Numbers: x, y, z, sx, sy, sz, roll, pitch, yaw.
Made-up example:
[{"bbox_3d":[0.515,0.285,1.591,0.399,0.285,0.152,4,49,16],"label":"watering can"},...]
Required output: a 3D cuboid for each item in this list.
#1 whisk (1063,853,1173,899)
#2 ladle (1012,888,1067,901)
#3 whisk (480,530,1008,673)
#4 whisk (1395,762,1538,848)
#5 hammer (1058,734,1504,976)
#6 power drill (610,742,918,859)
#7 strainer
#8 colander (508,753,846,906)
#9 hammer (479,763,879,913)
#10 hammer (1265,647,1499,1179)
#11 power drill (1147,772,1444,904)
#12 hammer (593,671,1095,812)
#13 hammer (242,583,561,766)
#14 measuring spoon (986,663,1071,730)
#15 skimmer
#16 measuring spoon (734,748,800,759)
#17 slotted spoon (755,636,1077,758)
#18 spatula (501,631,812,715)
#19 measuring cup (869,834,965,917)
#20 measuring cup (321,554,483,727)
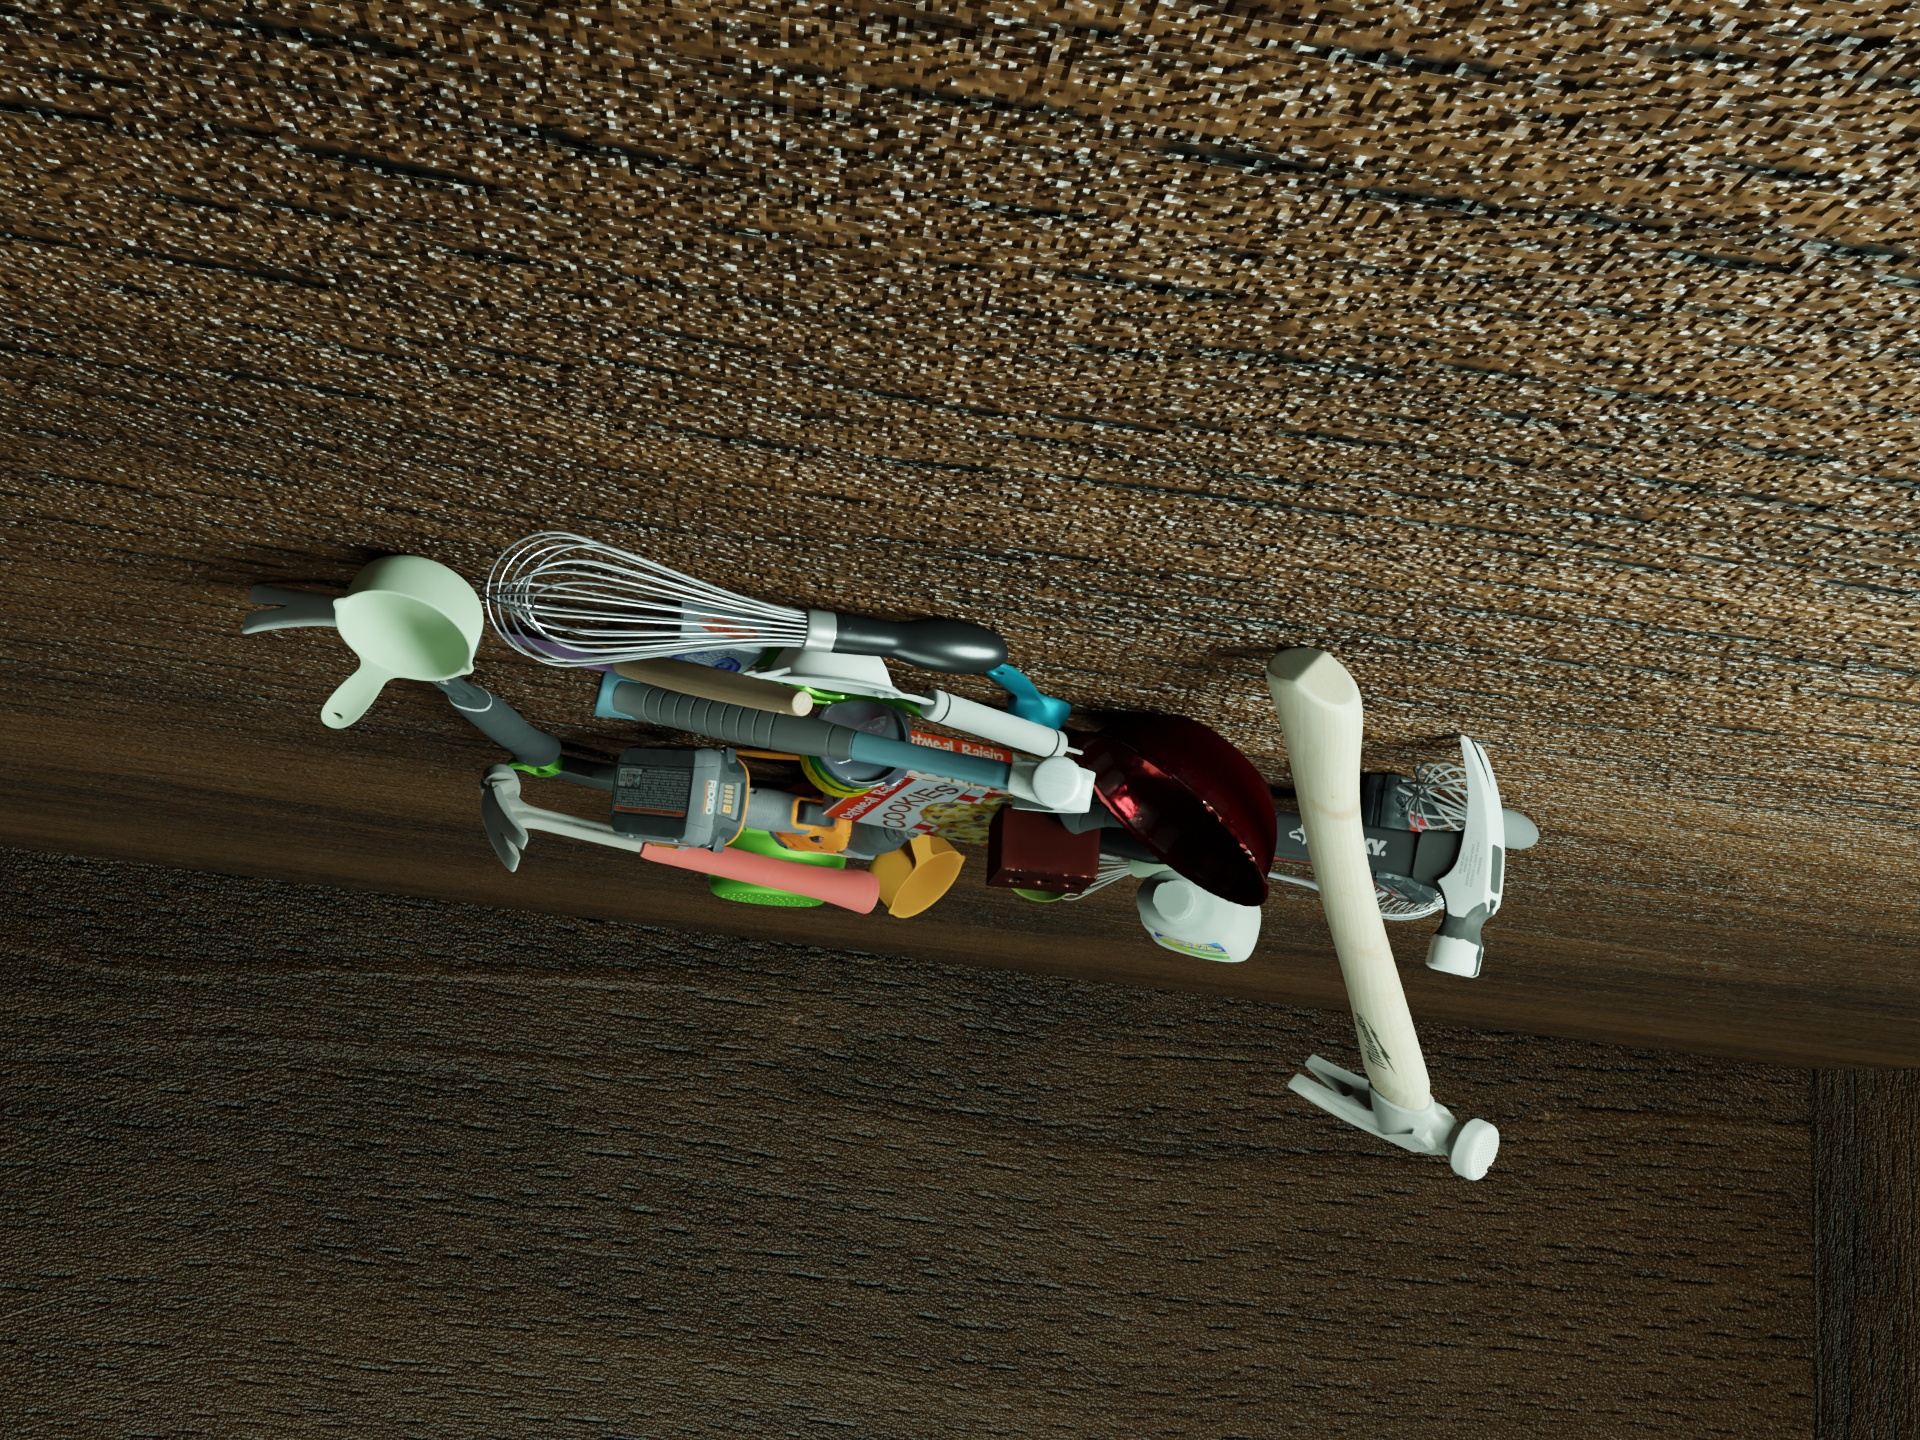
[{"bbox_3d":[0.167,0.142,1.553,0.246,0.058,0.059,-12,-168,45],"label":"whisk"},{"bbox_3d":[0.029,0.101,1.412,0.078,0.062,0.320,2,163,23],"label":"ladle"},{"bbox_3d":[-0.107,-0.051,0.844,0.284,0.070,0.070,6,168,-19],"label":"whisk"},{"bbox_3d":[0.371,0.067,1.135,0.055,0.055,0.238,-3,168,36],"label":"whisk"},{"bbox_3d":[0.204,0.069,1.084,0.335,0.146,0.035,8,171,39],"label":"hammer"},{"bbox_3d":[-0.151,0.073,1.301,0.164,0.084,0.226,1,172,44],"label":"power drill"},{"bbox_3d":[-0.022,-0.013,0.956,0.258,0.050,0.087,18,172,-36],"label":"strainer"},{"bbox_3d":[-0.238,0.109,1.467,0.396,0.094,0.204,17,163,-42],"label":"colander"},{"bbox_3d":[-0.225,0.117,1.349,0.358,0.036,0.149,17,-167,-30],"label":"hammer"},{"bbox_3d":[0.234,0.122,0.974,0.146,0.038,0.410,19,141,43],"label":"hammer"},{"bbox_3d":[0.239,0.084,1.201,0.220,0.078,0.143,1,166,33],"label":"power drill"},{"bbox_3d":[-0.078,0.012,0.990,0.331,0.033,0.128,11,176,13],"label":"hammer"},{"bbox_3d":[-0.362,-0.020,1.135,0.149,0.036,0.408,8,167,2],"label":"hammer"},{"bbox_3d":[0.037,-0.012,1.000,0.042,0.021,0.128,2,167,19],"label":"measuring spoon"},{"bbox_3d":[0.255,0.097,1.343,0.363,0.090,0.127,11,174,30],"label":"skimmer"},{"bbox_3d":[-0.141,0.024,1.276,0.117,0.011,0.021,2,169,33],"label":"measuring spoon"},{"bbox_3d":[-0.002,-0.003,1.051,0.313,0.031,0.070,15,162,-37],"label":"slotted spoon"},{"bbox_3d":[-0.180,-0.029,0.919,0.059,0.018,0.316,22,173,-40],"label":"spatula"},{"bbox_3d":[-0.050,0.121,1.533,0.052,0.095,0.173,44,157,30],"label":"measuring cup"},{"bbox_3d":[-0.334,-0.042,0.924,0.083,0.038,0.167,30,140,-25],"label":"measuring cup"}]
